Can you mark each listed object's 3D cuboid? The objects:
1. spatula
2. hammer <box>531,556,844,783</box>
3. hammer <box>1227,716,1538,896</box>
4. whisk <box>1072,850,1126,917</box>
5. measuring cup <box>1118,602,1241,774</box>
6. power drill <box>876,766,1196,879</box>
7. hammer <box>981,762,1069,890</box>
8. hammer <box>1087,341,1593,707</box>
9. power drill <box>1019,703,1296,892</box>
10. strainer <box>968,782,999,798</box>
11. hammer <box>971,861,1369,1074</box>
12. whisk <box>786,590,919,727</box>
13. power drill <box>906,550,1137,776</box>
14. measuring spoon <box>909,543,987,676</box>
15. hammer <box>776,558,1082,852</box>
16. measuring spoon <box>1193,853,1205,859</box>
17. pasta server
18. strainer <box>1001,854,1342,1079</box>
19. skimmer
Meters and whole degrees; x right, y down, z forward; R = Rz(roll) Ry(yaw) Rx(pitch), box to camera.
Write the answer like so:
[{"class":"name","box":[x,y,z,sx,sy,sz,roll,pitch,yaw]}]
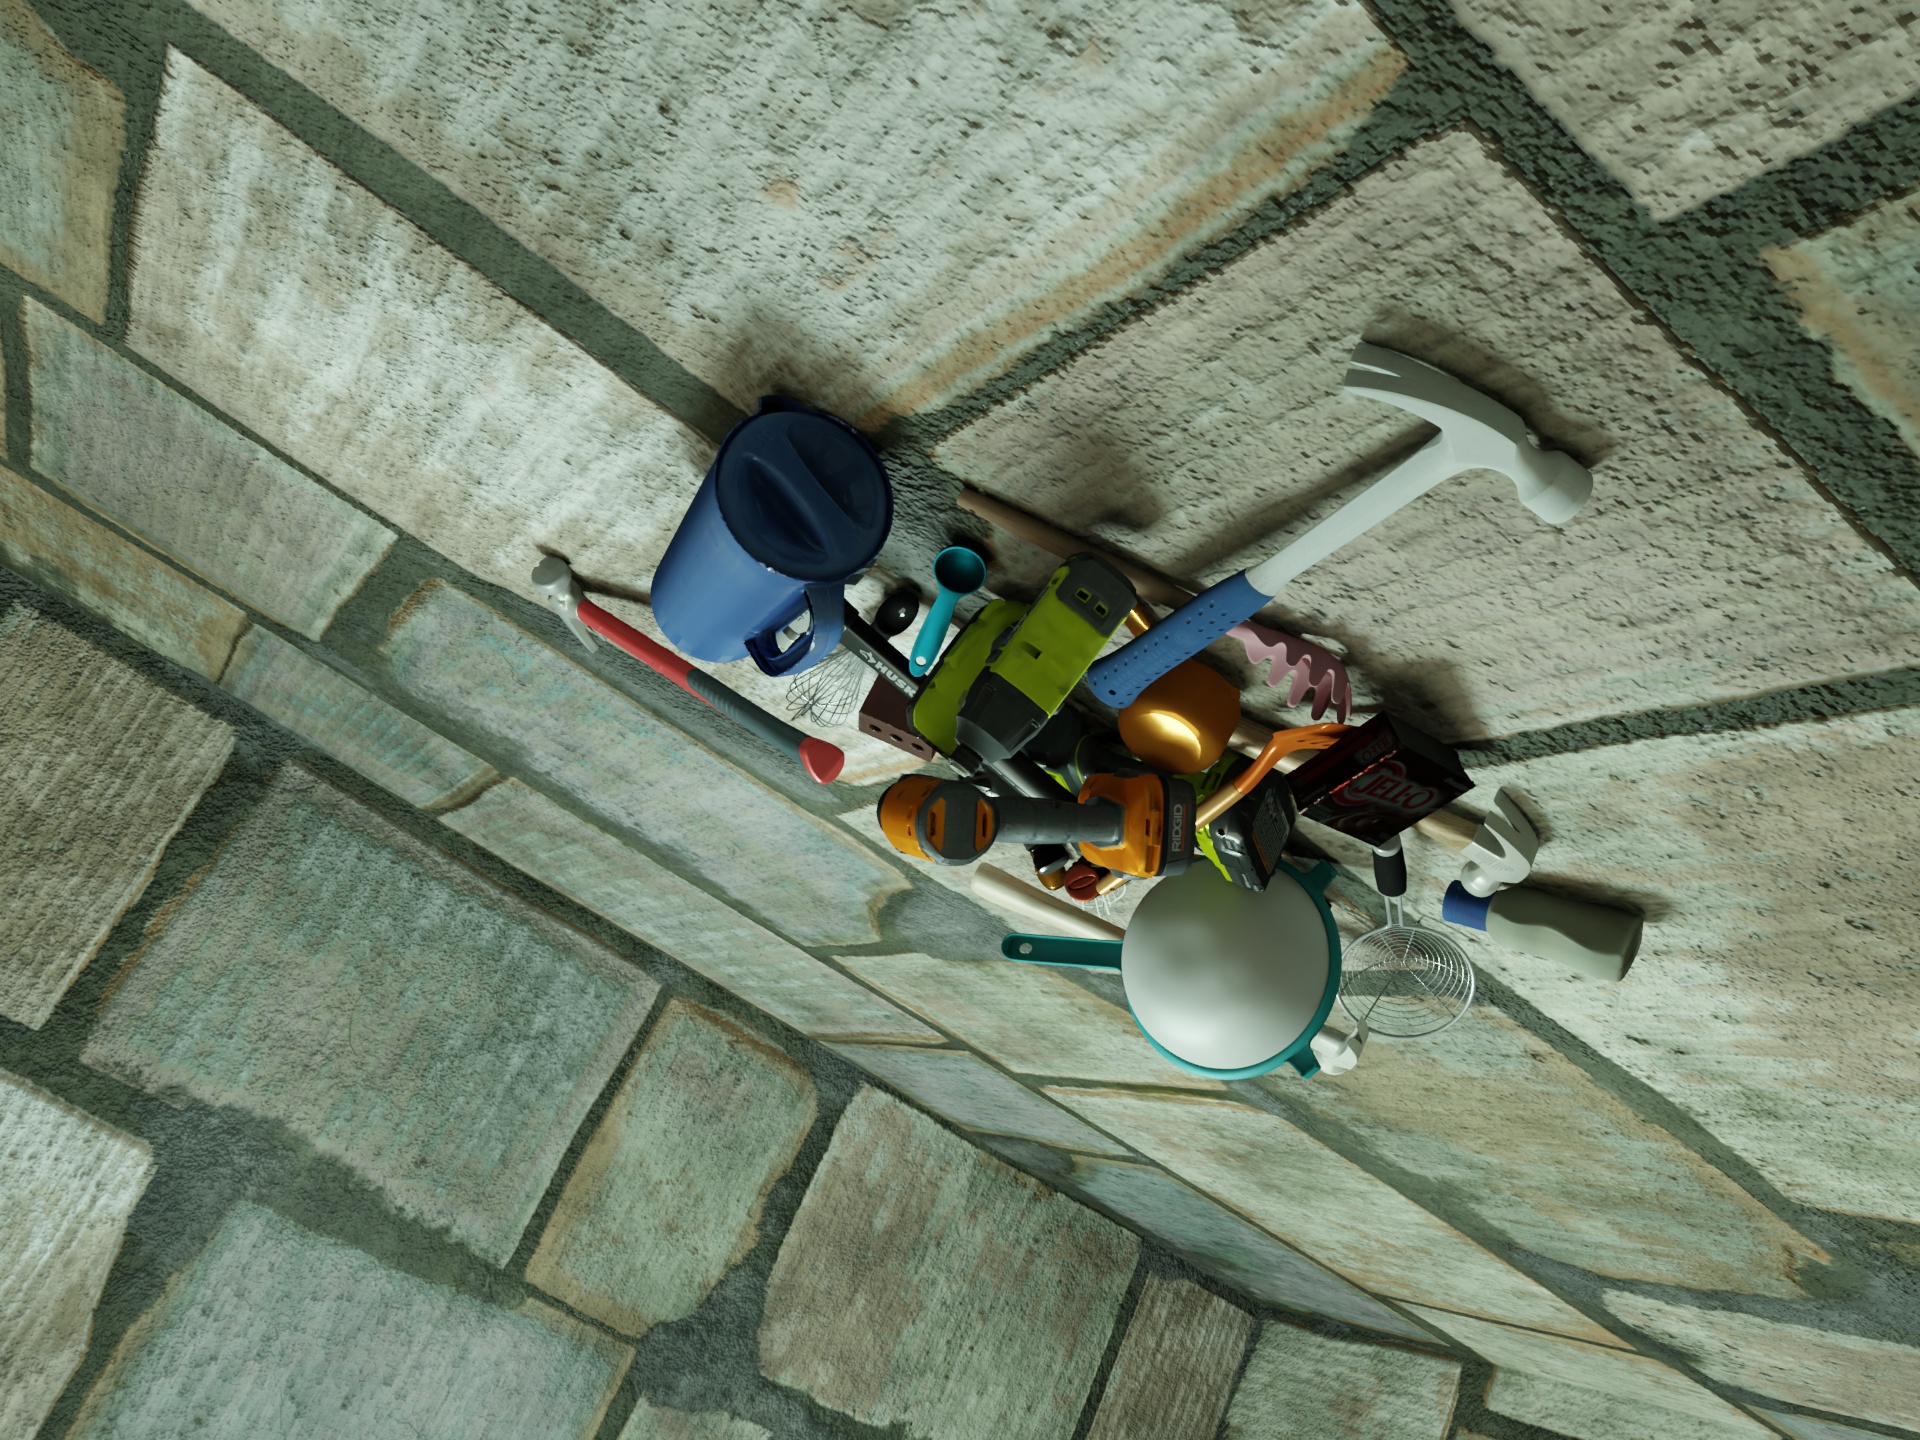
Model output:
[{"class":"spatula","box":[0.205,0.070,1.241,0.081,0.041,0.322,9,145,-32]},{"class":"hammer","box":[-0.261,-0.035,1.563,0.387,0.038,0.143,31,162,26]},{"class":"hammer","box":[0.294,0.043,1.248,0.331,0.031,0.130,25,158,4]},{"class":"whisk","box":[0.131,0.133,1.614,0.059,0.058,0.246,-13,146,4]},{"class":"measuring cup","box":[0.141,-0.030,1.189,0.095,0.052,0.173,-8,129,41]},{"class":"power drill","box":[0.049,0.075,1.233,0.226,0.084,0.164,3,180,-20]},{"class":"hammer","box":[0.073,0.114,1.559,0.127,0.034,0.336,62,179,16]},{"class":"hammer","box":[0.190,-0.095,0.995,0.144,0.035,0.405,32,150,-13]},{"class":"power drill","box":[0.169,0.073,1.393,0.229,0.080,0.190,16,156,30]},{"class":"strainer","box":[0.036,0.065,1.567,0.087,0.050,0.258,24,154,4]},{"class":"hammer","box":[0.198,0.234,1.556,0.411,0.038,0.146,24,163,13]},{"class":"whisk","box":[-0.094,-0.057,1.429,0.070,0.070,0.284,31,152,-11]},{"class":"power drill","box":[0.033,-0.030,1.154,0.080,0.171,0.223,38,171,-7]},{"class":"measuring spoon","box":[-0.014,-0.087,1.243,0.042,0.021,0.128,24,126,-2]},{"class":"hammer","box":[-0.002,-0.004,1.330,0.334,0.035,0.146,40,146,-5]},{"class":"measuring spoon","box":[0.195,0.131,1.501,0.116,0.011,0.021,5,-174,-39]},{"class":"pasta server","box":[0.138,-0.086,1.128,0.316,0.040,0.060,26,167,3]},{"class":"strainer","box":[0.170,0.209,1.452,0.340,0.211,0.095,-1,162,32]},{"class":"skimmer","box":[0.375,0.189,1.358,0.127,0.090,0.363,-6,155,15]}]
